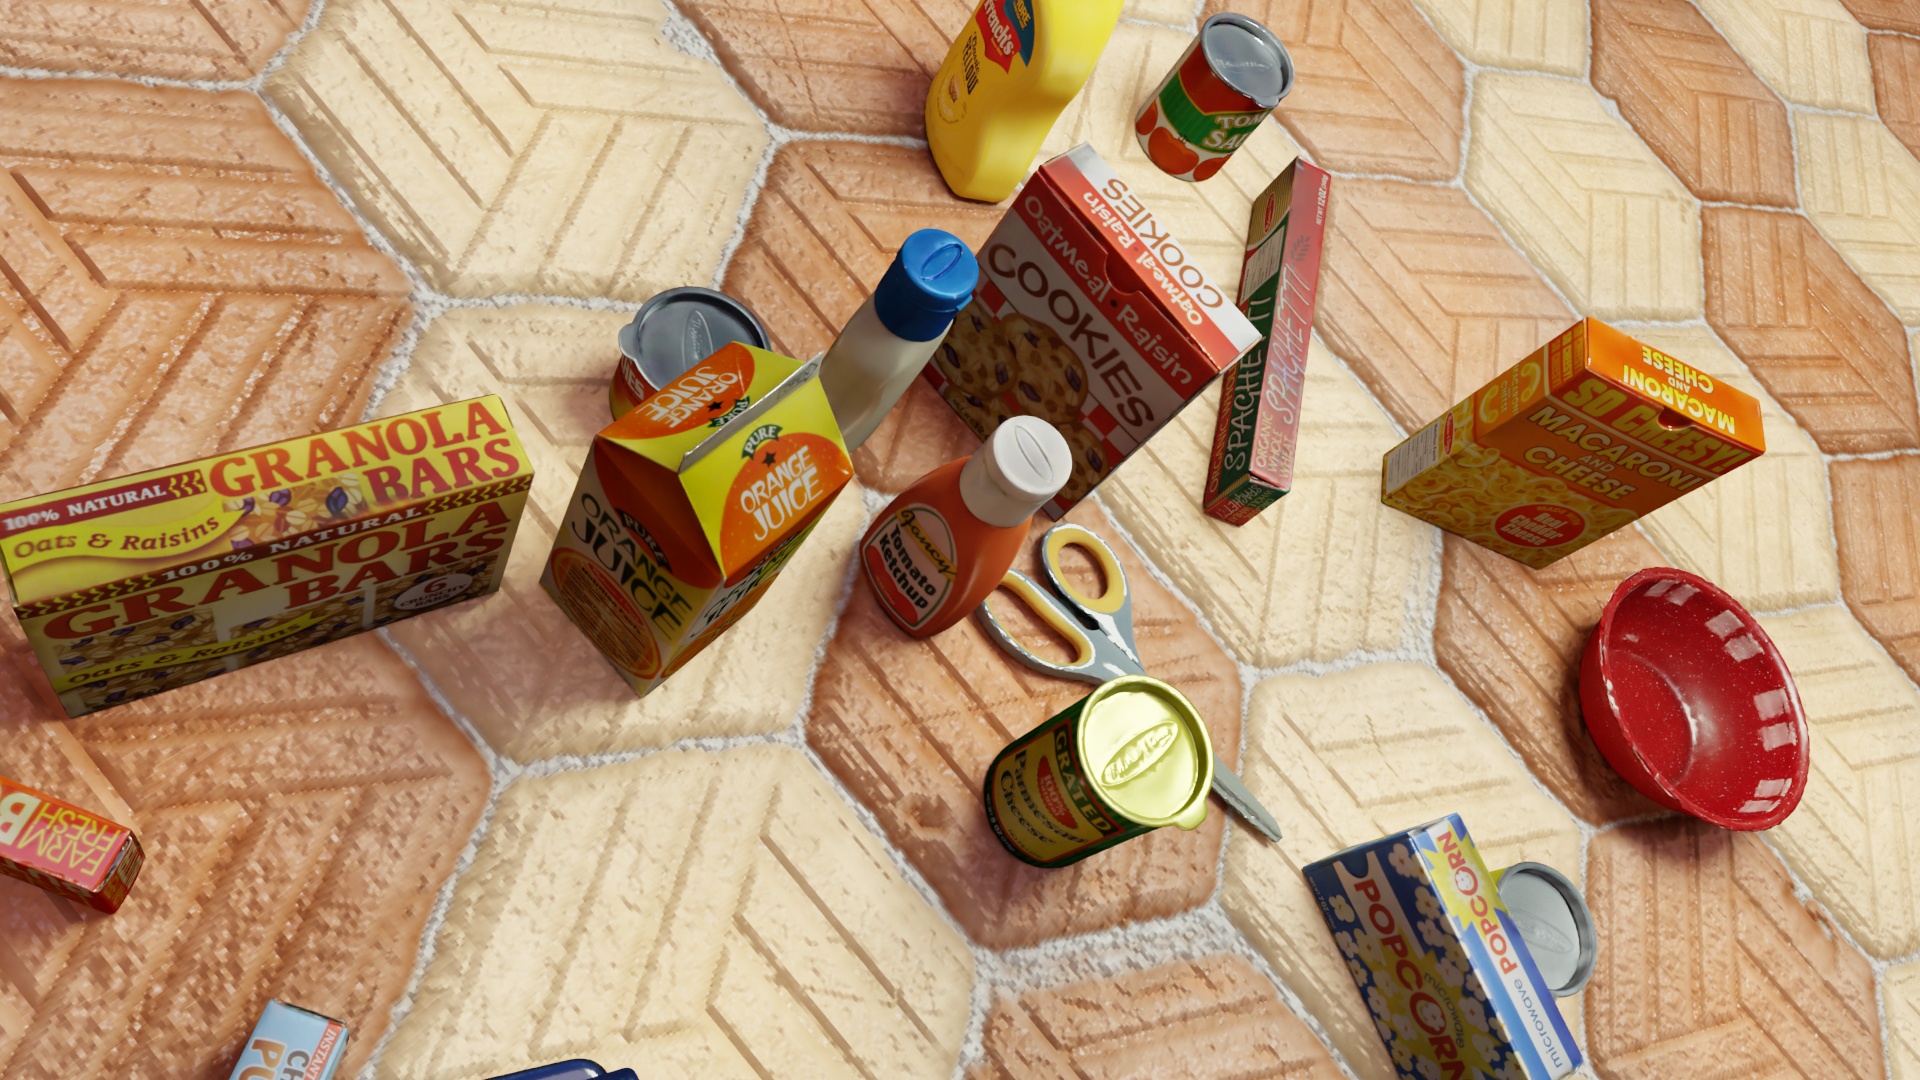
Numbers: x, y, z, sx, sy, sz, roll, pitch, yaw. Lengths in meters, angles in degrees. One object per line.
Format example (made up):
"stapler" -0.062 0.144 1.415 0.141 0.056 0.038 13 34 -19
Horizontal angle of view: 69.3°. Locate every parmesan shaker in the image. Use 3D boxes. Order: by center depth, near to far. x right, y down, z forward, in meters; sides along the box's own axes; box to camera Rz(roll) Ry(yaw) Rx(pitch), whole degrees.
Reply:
"parmesan shaker" 0.061 0.110 0.630 0.071 0.102 0.071 10 63 -21

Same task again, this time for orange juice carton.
"orange juice carton" -0.106 -0.011 0.557 0.073 0.191 0.072 47 57 2

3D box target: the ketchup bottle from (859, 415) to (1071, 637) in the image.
"ketchup bottle" 0.002 -0.008 0.632 0.044 0.148 0.065 -27 80 -32

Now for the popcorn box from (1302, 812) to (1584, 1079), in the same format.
"popcorn box" 0.231 0.204 0.675 0.038 0.085 0.127 -15 74 -30

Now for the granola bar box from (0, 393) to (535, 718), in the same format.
"granola bar box" -0.254 0.005 0.522 0.166 0.123 0.039 -19 76 -31

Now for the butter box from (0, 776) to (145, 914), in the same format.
"butter box" -0.340 0.096 0.481 0.103 0.053 0.024 26 59 -12

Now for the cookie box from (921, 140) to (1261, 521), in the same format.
"cookie box" 0.053 -0.096 0.686 0.123 0.166 0.040 49 57 3

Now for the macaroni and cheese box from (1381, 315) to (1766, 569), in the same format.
"macaroni and cheese box" 0.346 -0.049 0.800 0.124 0.165 0.040 21 60 -15

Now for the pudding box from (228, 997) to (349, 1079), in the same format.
"pudding box" -0.242 0.205 0.477 0.030 0.049 0.084 24 59 -13

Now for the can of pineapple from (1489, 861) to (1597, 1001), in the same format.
"can of pineapple" 0.280 0.205 0.714 0.071 0.057 0.071 10 63 -20

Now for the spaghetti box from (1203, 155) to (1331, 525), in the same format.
"spaghetti box" 0.185 -0.124 0.830 0.029 0.050 0.251 23 59 -14

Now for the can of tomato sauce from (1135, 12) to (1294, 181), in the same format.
"can of tomato sauce" 0.159 -0.274 0.870 0.071 0.082 0.071 10 63 -20

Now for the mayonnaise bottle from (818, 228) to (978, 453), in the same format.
"mayonnaise bottle" -0.036 -0.091 0.654 0.041 0.147 0.065 43 57 -1

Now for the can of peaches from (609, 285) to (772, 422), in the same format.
"can of peaches" -0.131 -0.077 0.658 0.071 0.057 0.071 10 63 -20
